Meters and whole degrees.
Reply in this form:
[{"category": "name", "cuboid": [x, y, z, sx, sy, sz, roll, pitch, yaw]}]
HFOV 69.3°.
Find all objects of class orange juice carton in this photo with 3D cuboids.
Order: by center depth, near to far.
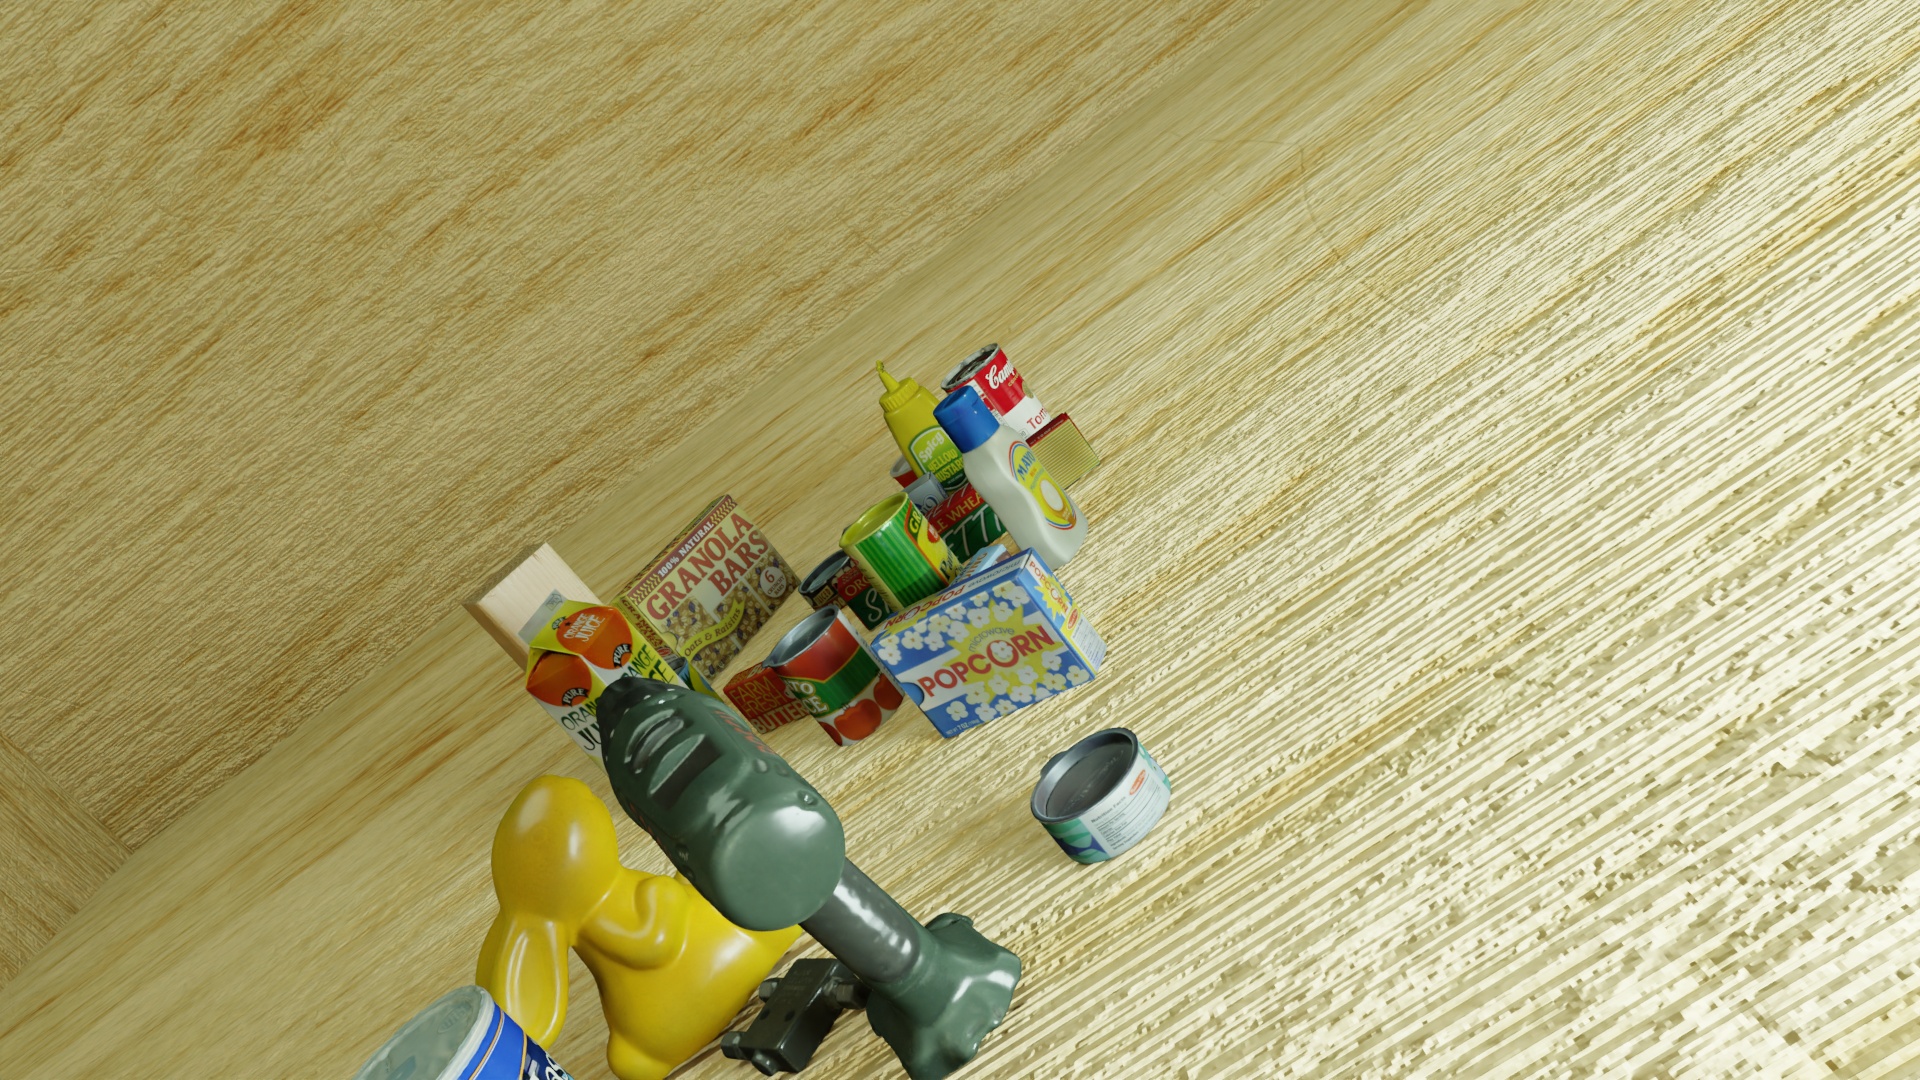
[{"category": "orange juice carton", "cuboid": [-0.289, 0.129, 1.159, 0.073, 0.192, 0.072, -29, 19, 27]}]

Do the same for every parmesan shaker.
[{"category": "parmesan shaker", "cuboid": [-0.038, 0.021, 1.085, 0.071, 0.103, 0.071, -34, 17, 12]}]

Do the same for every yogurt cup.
[{"category": "yogurt cup", "cuboid": [-0.029, -0.067, 1.382, 0.072, 0.054, 0.072, -34, 17, 12]}]

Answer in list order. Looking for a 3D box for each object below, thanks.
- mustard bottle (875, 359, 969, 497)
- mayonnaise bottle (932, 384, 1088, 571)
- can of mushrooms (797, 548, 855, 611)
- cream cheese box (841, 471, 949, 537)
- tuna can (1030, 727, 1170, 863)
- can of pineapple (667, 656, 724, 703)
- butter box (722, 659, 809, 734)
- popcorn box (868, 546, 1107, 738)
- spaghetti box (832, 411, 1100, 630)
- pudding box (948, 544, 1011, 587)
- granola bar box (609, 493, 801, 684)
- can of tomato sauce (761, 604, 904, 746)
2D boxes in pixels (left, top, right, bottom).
[{"category": "mustard bottle", "cuboid": [-0.033, -0.102, 1.297, 0.065, 0.160, 0.049, -35, 17, 10]}, {"category": "mayonnaise bottle", "cuboid": [0.037, -0.048, 1.037, 0.041, 0.148, 0.065, -26, 20, 36]}, {"category": "can of mushrooms", "cuboid": [-0.120, 0.041, 1.320, 0.071, 0.033, 0.071, -34, 17, 12]}, {"category": "cream cheese box", "cuboid": [-0.054, -0.014, 1.295, 0.103, 0.053, 0.024, -34, 17, 14]}, {"category": "tuna can", "cuboid": [0.070, 0.129, 0.707, 0.071, 0.032, 0.071, -34, 17, 12]}, {"category": "can of pineapple", "cuboid": [-0.260, 0.150, 1.276, 0.071, 0.057, 0.071, -34, 17, 12]}, {"category": "butter box", "cuboid": [-0.141, 0.119, 1.125, 0.103, 0.053, 0.024, -26, 21, 35]}, {"category": "popcorn box", "cuboid": [0.018, 0.067, 0.885, 0.126, 0.085, 0.038, -27, 20, 32]}, {"category": "spaghetti box", "cuboid": [0.004, -0.015, 1.186, 0.250, 0.050, 0.029, -36, 17, 5]}, {"category": "pudding box", "cuboid": [0.013, 0.047, 1.006, 0.030, 0.049, 0.084, -14, 29, 54]}, {"category": "granola bar box", "cuboid": [-0.254, 0.051, 1.408, 0.039, 0.124, 0.166, -19, 25, 48]}, {"category": "can of tomato sauce", "cuboid": [-0.093, 0.101, 1.023, 0.071, 0.083, 0.071, -34, 17, 12]}]
